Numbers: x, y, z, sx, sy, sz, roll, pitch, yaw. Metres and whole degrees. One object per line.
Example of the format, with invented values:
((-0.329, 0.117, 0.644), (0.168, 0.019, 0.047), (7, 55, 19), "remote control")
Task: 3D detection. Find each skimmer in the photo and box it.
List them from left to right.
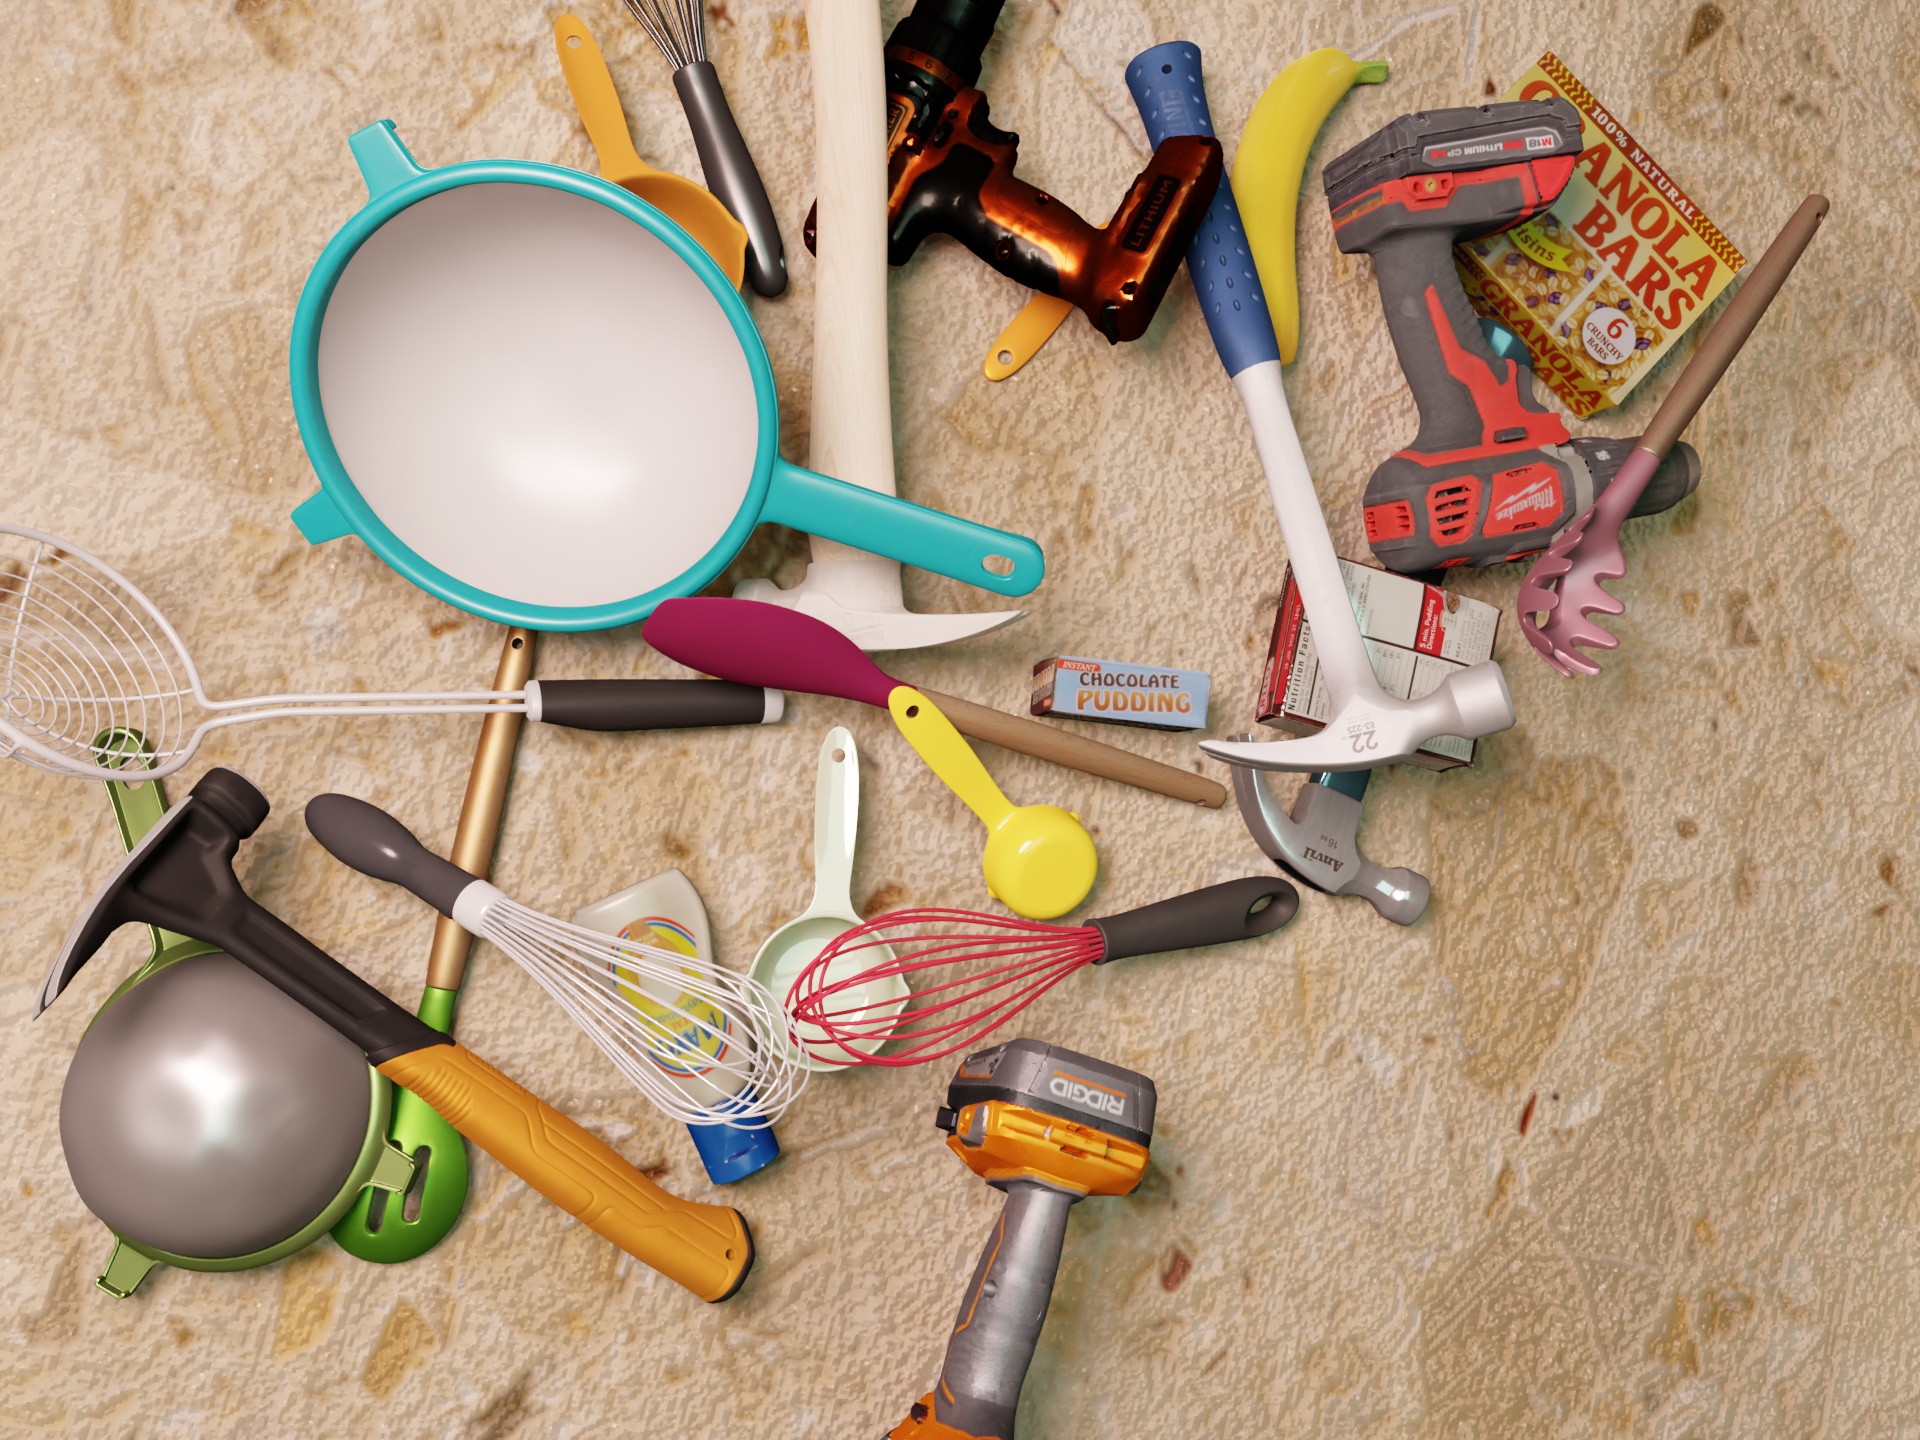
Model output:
((-0.250, -0.028, 0.711), (0.363, 0.090, 0.127), (-1, 45, -23), "skimmer")

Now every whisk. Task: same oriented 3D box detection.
((-0.190, 0.099, 0.708), (0.285, 0.070, 0.070), (26, 80, 20), "whisk")
((-0.135, -0.330, 0.810), (0.055, 0.055, 0.239), (-21, 93, -12), "whisk")
((0.049, 0.113, 0.777), (0.295, 0.073, 0.073), (-8, 87, -29), "whisk")

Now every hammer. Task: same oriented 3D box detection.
((-0.229, 0.167, 0.707), (0.336, 0.034, 0.127), (42, 42, -18), "hammer")
((-0.044, -0.239, 0.769), (0.146, 0.038, 0.410), (-1, 93, 12), "hammer")
((0.147, -0.166, 0.808), (0.144, 0.035, 0.406), (-17, 73, 14), "hammer")
((0.243, -0.065, 0.866), (0.128, 0.033, 0.331), (24, 81, -9), "hammer")

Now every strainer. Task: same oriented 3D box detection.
((-0.352, 0.121, 0.705), (0.151, 0.069, 0.256), (-20, 83, -1), "strainer")
((-0.122, -0.134, 0.733), (0.340, 0.095, 0.211), (17, 119, -9), "strainer")

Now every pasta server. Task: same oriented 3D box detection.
((0.368, -0.152, 0.807), (0.060, 0.040, 0.316), (46, 75, -32), "pasta server")

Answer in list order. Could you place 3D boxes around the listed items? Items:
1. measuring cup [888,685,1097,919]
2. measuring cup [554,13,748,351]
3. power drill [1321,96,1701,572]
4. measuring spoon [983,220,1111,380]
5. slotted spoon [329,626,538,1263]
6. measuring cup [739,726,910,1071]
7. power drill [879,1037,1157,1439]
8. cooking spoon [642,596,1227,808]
((0.015, 0.041, 0.780), (0.062, 0.029, 0.156), (-42, 121, -3), "measuring cup")
((-0.167, -0.261, 0.794), (0.095, 0.052, 0.173), (-20, 87, -12), "measuring cup")
((0.289, -0.197, 0.830), (0.188, 0.080, 0.226), (-11, 94, -15), "power drill")
((0.052, -0.226, 0.853), (0.021, 0.011, 0.117), (41, 79, -5), "measuring spoon")
((-0.244, 0.102, 0.759), (0.070, 0.031, 0.314), (12, 81, -5), "slotted spoon")
((-0.066, 0.088, 0.790), (0.083, 0.038, 0.168), (4, 82, -11), "measuring cup")
((0.013, 0.273, 0.741), (0.084, 0.164, 0.227), (20, 69, -9), "power drill")
((-0.001, -0.003, 0.784), (0.318, 0.068, 0.017), (17, 55, -23), "cooking spoon")
